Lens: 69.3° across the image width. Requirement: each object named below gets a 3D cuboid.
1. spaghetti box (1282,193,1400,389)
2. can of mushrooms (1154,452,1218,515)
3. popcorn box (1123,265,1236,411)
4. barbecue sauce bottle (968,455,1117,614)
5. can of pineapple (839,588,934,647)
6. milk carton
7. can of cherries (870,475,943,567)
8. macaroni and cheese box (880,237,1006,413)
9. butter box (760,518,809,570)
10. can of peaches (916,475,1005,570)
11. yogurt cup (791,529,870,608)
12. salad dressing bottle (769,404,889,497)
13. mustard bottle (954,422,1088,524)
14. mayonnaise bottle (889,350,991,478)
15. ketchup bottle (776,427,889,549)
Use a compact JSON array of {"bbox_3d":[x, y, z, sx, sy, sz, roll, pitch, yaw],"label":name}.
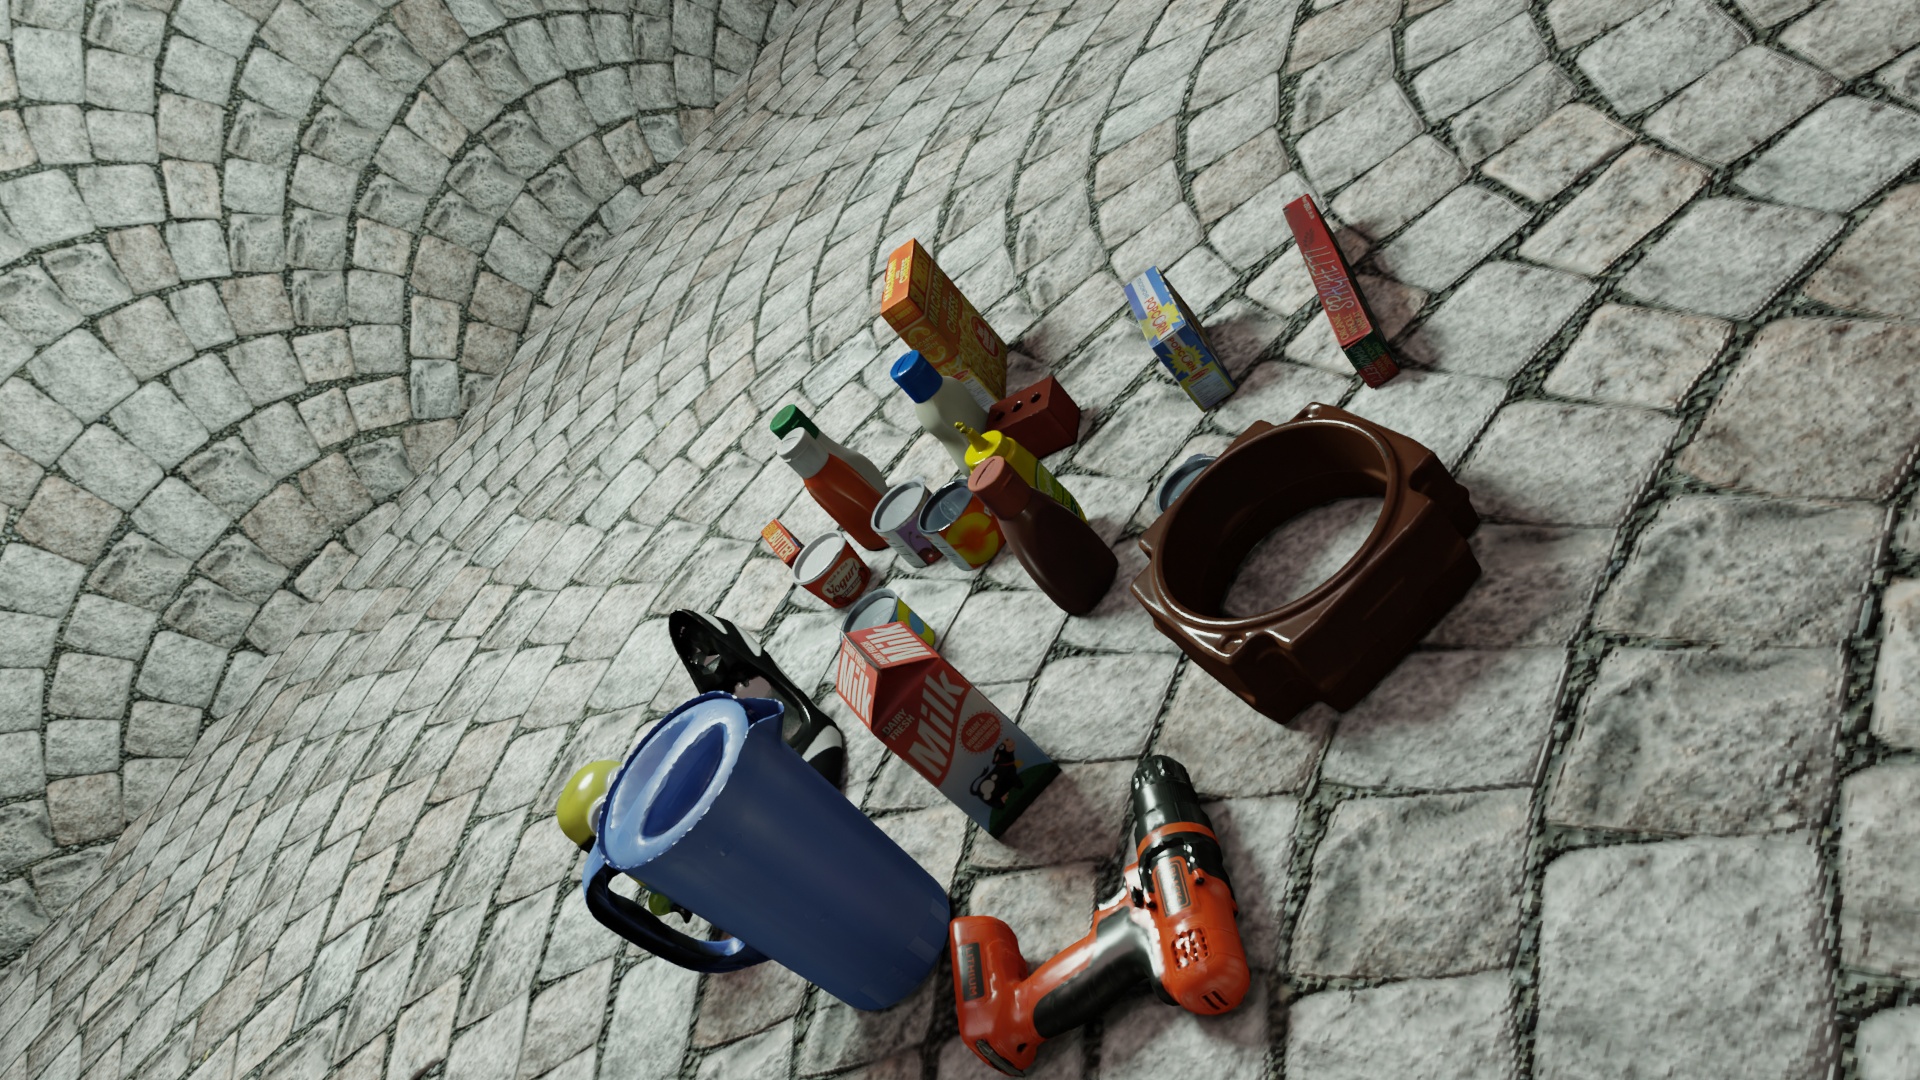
[{"bbox_3d":[0.316,-0.215,1.167,0.028,0.050,0.251,-31,32,22],"label":"spaghetti box"},{"bbox_3d":[0.192,-0.035,1.109,0.071,0.033,0.071,-31,33,22],"label":"can of mushrooms"},{"bbox_3d":[0.194,-0.182,1.238,0.038,0.085,0.127,-35,31,16],"label":"popcorn box"},{"bbox_3d":[0.065,-0.007,1.113,0.043,0.148,0.065,5,55,53],"label":"barbecue sauce bottle"},{"bbox_3d":[-0.065,0.087,1.243,0.071,0.057,0.071,-31,33,22],"label":"can of pineapple"},{"bbox_3d":[-0.020,0.127,1.005,0.073,0.190,0.072,-47,30,-4],"label":"milk carton"},{"bbox_3d":[-0.041,-0.018,1.345,0.071,0.058,0.072,-31,33,22],"label":"can of cherries"},{"bbox_3d":[-0.015,-0.220,1.458,0.040,0.166,0.124,-29,33,24],"label":"macaroni and cheese box"},{"bbox_3d":[-0.175,0.015,1.470,0.024,0.053,0.104,-46,30,-2],"label":"butter box"},{"bbox_3d":[0.005,-0.016,1.288,0.071,0.058,0.071,-31,33,22],"label":"can of peaches"},{"bbox_3d":[-0.127,0.031,1.392,0.072,0.054,0.073,-31,33,22],"label":"yogurt cup"},{"bbox_3d":[-0.137,-0.081,1.450,0.064,0.147,0.044,-53,31,-14],"label":"salad dressing bottle"},{"bbox_3d":[0.048,-0.046,1.169,0.048,0.160,0.066,-28,33,26],"label":"mustard bottle"},{"bbox_3d":[-0.009,-0.122,1.346,0.041,0.147,0.065,-10,44,45],"label":"mayonnaise bottle"},{"bbox_3d":[-0.122,-0.051,1.394,0.064,0.148,0.044,-8,46,46],"label":"ketchup bottle"}]
